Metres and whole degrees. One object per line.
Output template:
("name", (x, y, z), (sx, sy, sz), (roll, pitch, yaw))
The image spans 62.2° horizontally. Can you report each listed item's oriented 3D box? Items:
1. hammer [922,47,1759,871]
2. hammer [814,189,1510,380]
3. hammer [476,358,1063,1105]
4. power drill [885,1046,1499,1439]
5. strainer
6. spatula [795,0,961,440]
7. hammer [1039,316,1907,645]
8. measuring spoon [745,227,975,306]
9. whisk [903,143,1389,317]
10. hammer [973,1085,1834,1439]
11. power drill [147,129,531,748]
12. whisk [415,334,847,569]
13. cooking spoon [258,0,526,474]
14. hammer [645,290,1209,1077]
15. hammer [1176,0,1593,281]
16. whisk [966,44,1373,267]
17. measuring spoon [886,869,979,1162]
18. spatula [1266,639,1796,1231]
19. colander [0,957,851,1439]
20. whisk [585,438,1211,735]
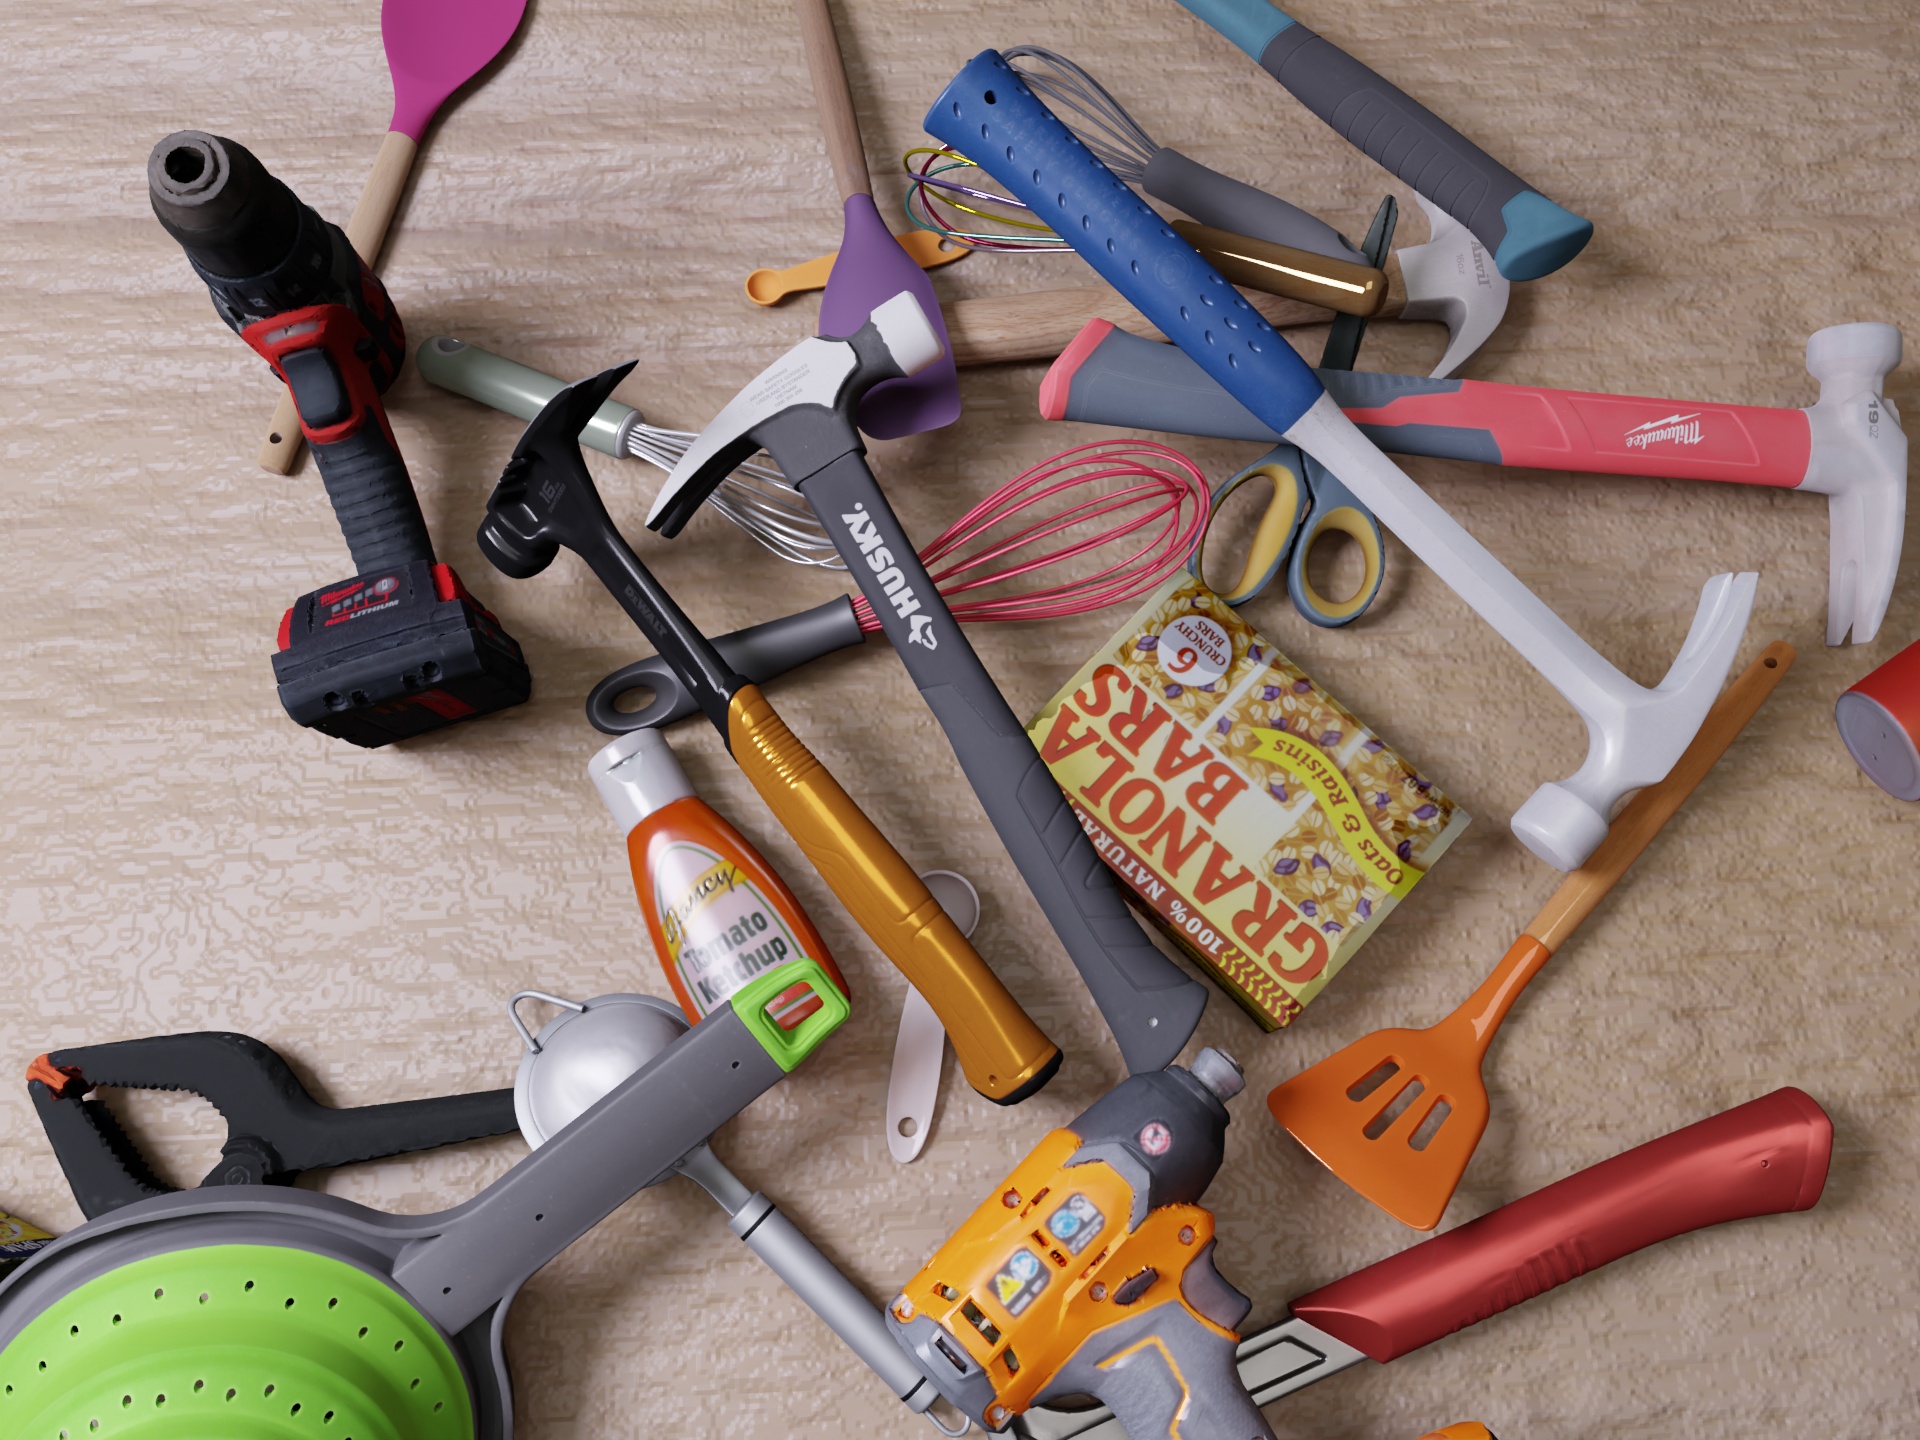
("hammer", (0.152, -0.123, 0.654), (0.405, 0.035, 0.144), (42, 87, -5))
("hammer", (0.097, -0.193, 0.760), (0.331, 0.031, 0.130), (-7, 74, -1))
("hammer", (-0.070, 0.014, 0.647), (0.337, 0.127, 0.034), (51, 48, 2))
("power drill", (0.106, 0.240, 0.579), (0.226, 0.084, 0.164), (42, 79, 15))
("strainer", (-0.089, 0.194, 0.647), (0.258, 0.050, 0.087), (43, 55, 6))
("spatula", (-0.056, -0.270, 0.771), (0.060, 0.018, 0.316), (-13, 67, 1))
("hammer", (0.226, -0.116, 0.698), (0.386, 0.038, 0.143), (4, 88, -6))
("measuring spoon", (-0.049, -0.222, 0.782), (0.117, 0.011, 0.021), (-15, 74, -7))
("whisk", (0.075, -0.222, 0.721), (0.245, 0.047, 0.051), (23, 55, 25))
("hammer", (0.180, 0.223, 0.641), (0.359, 0.036, 0.149), (-22, 75, -5))
("power drill", (-0.259, -0.113, 0.656), (0.080, 0.188, 0.227), (-18, 84, -6))
("whisk", (-0.147, -0.129, 0.740), (0.246, 0.059, 0.058), (23, 39, 10))
("cooking spoon", (-0.286, -0.267, 0.790), (0.068, 0.017, 0.319), (16, 75, -4))
("hammer", (-0.001, -0.002, 0.660), (0.146, 0.035, 0.335), (-31, 84, 6))
("hammer", (0.164, -0.320, 0.772), (0.128, 0.033, 0.331), (-39, 69, -12))
("whisk", (0.093, -0.259, 0.746), (0.239, 0.055, 0.055), (37, 78, 24))
("measuring spoon", (-0.015, 0.126, 0.683), (0.034, 0.018, 0.124), (8, 81, 3))
("spatula", (0.262, 0.076, 0.678), (0.081, 0.041, 0.322), (38, 76, 28))
("colander", (-0.197, 0.227, 0.563), (0.397, 0.094, 0.204), (-38, 107, -6))
("whisk", (-0.029, -0.053, 0.711), (0.296, 0.073, 0.073), (-21, 75, 1))
